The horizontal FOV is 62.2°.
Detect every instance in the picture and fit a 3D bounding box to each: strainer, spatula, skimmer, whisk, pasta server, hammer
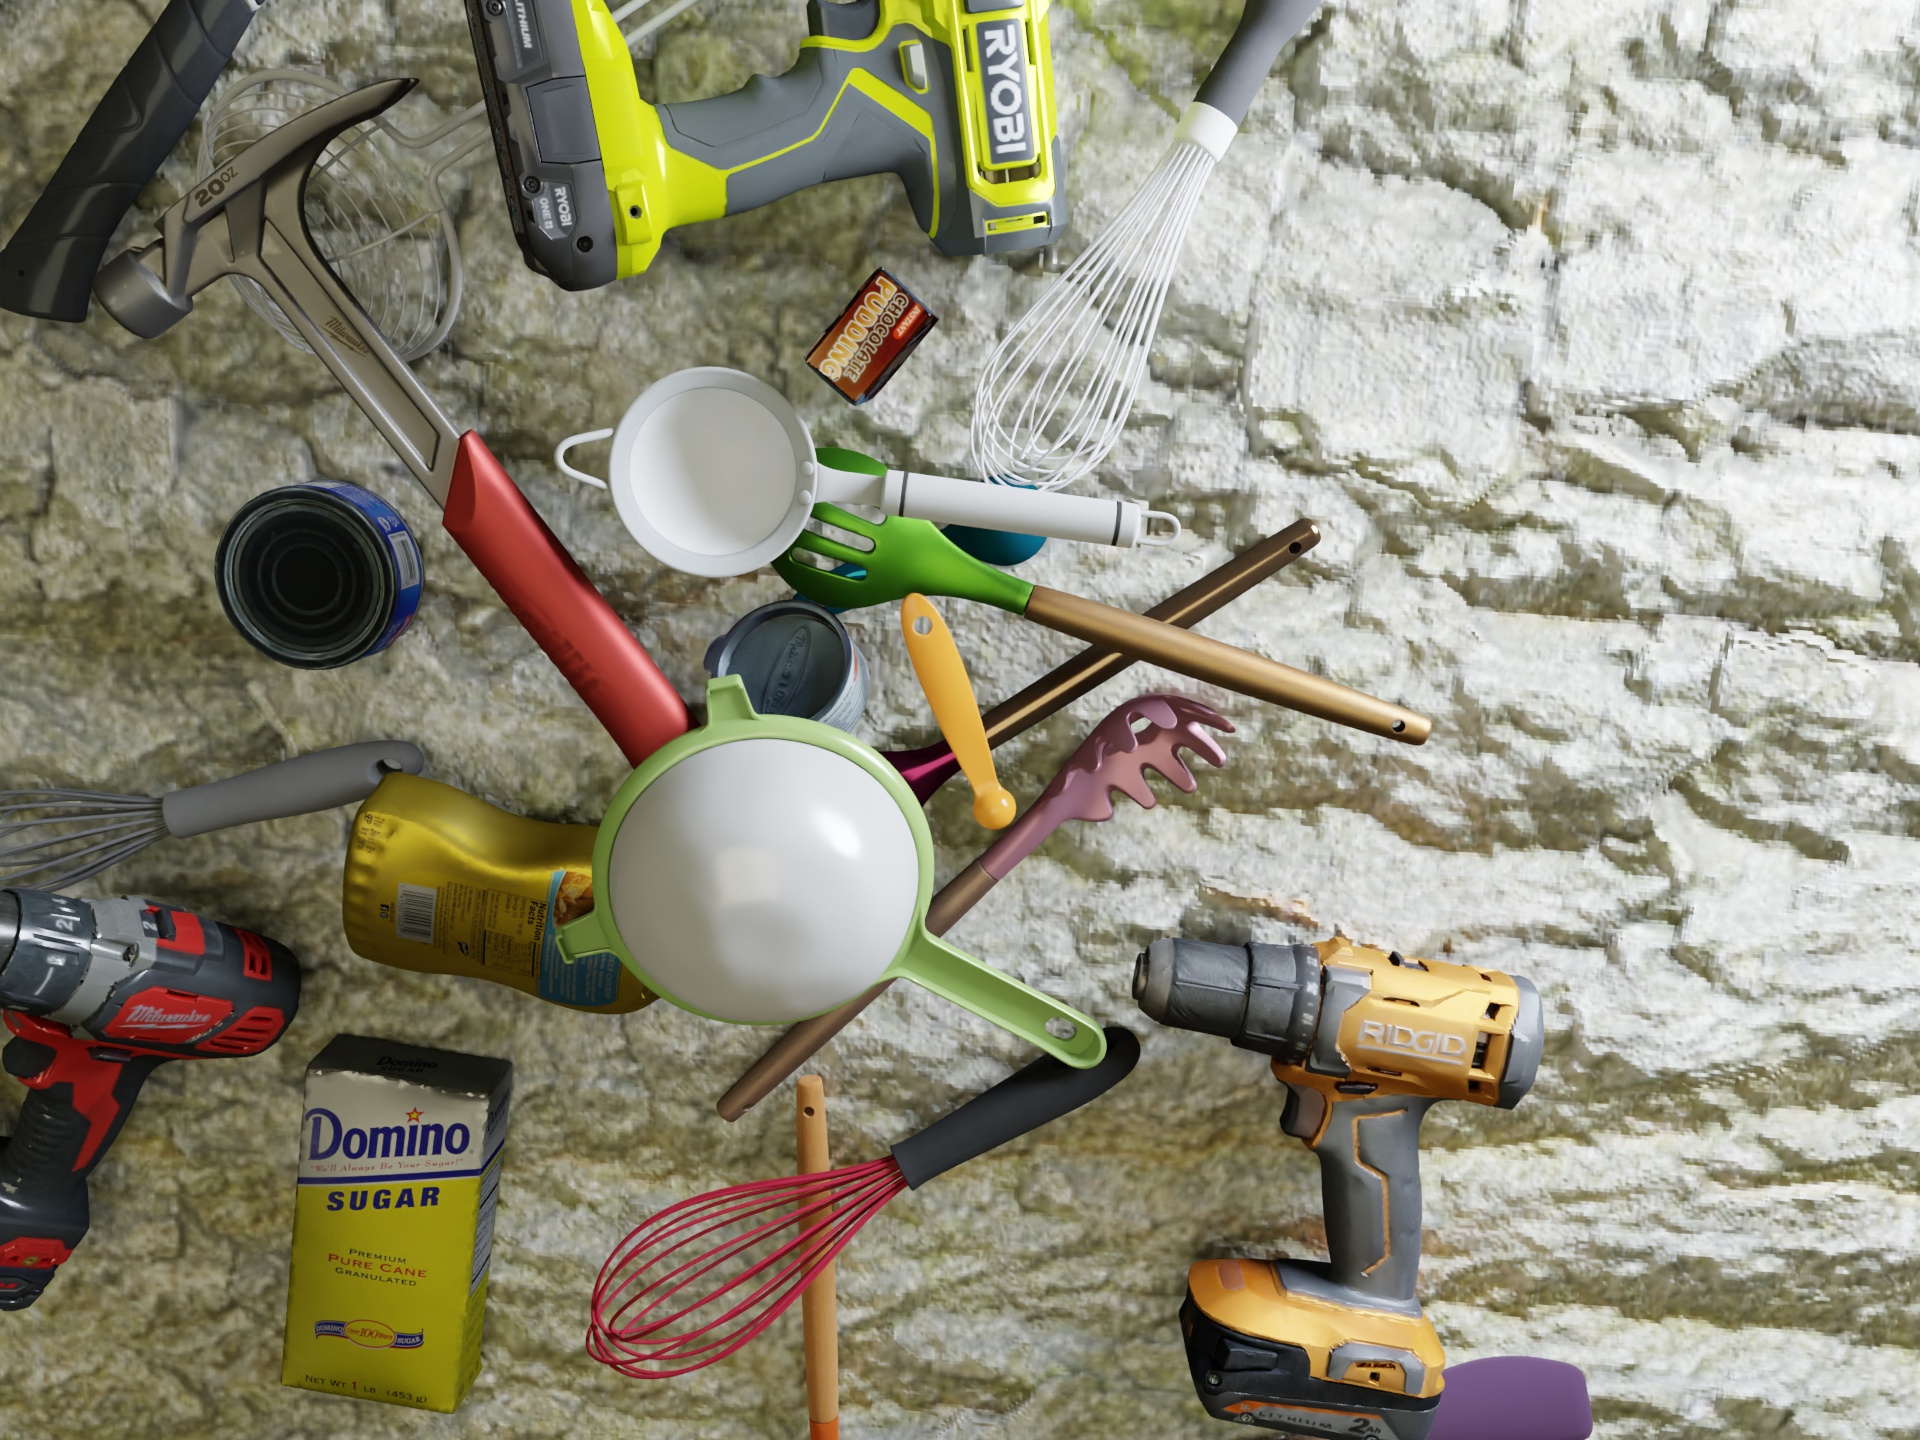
[{"bbox_3d":[-0.039,0.103,0.691,0.256,0.069,0.151,30,104,-16],"label":"strainer"},{"bbox_3d":[-0.036,-0.095,0.667,0.258,0.050,0.087,8,104,-1],"label":"strainer"},{"bbox_3d":[-0.071,0.336,0.807,0.081,0.041,0.322,-1,101,3],"label":"spatula"},{"bbox_3d":[-0.161,-0.283,0.679,0.363,0.090,0.127,-34,111,-1],"label":"skimmer"},{"bbox_3d":[0.086,-0.219,0.672,0.070,0.070,0.284,29,98,-4],"label":"whisk"},{"bbox_3d":[-0.002,0.093,0.752,0.316,0.040,0.060,-44,142,12],"label":"pasta server"},{"bbox_3d":[-0.045,0.221,0.755,0.296,0.073,0.073,-27,100,-5],"label":"whisk"},{"bbox_3d":[-0.298,-0.337,0.671,0.149,0.036,0.409,39,101,-5],"label":"hammer"},{"bbox_3d":[-0.183,-0.079,0.678,0.149,0.037,0.358,-32,113,7],"label":"hammer"},{"bbox_3d":[-0.371,0.042,0.754,0.239,0.055,0.055,-13,102,1],"label":"whisk"},{"bbox_3d":[0.165,0.376,0.817,0.316,0.018,0.059,-14,101,4],"label":"spatula"}]

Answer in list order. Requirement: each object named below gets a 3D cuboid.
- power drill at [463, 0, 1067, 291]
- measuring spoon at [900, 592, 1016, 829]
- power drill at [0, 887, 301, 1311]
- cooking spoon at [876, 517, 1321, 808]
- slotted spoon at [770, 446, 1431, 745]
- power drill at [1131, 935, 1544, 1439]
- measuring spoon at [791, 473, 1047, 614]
[{"bbox_3d":[-0.072,-0.261,0.624,0.223,0.080,0.171,-14,111,-16],"label":"power drill"},{"bbox_3d":[-0.001,-0.002,0.703,0.021,0.011,0.116,-22,107,-1],"label":"measuring spoon"},{"bbox_3d":[-0.441,0.164,0.723,0.226,0.080,0.187,-46,141,11],"label":"power drill"},{"bbox_3d":[0.025,-0.002,0.723,0.319,0.017,0.068,-32,115,2],"label":"cooking spoon"},{"bbox_3d":[0.055,-0.046,0.698,0.314,0.031,0.070,19,104,3],"label":"slotted spoon"},{"bbox_3d":[0.159,0.212,0.752,0.185,0.084,0.226,10,98,1],"label":"power drill"},{"bbox_3d":[-0.020,-0.073,0.723,0.128,0.021,0.042,-23,101,6],"label":"measuring spoon"}]
